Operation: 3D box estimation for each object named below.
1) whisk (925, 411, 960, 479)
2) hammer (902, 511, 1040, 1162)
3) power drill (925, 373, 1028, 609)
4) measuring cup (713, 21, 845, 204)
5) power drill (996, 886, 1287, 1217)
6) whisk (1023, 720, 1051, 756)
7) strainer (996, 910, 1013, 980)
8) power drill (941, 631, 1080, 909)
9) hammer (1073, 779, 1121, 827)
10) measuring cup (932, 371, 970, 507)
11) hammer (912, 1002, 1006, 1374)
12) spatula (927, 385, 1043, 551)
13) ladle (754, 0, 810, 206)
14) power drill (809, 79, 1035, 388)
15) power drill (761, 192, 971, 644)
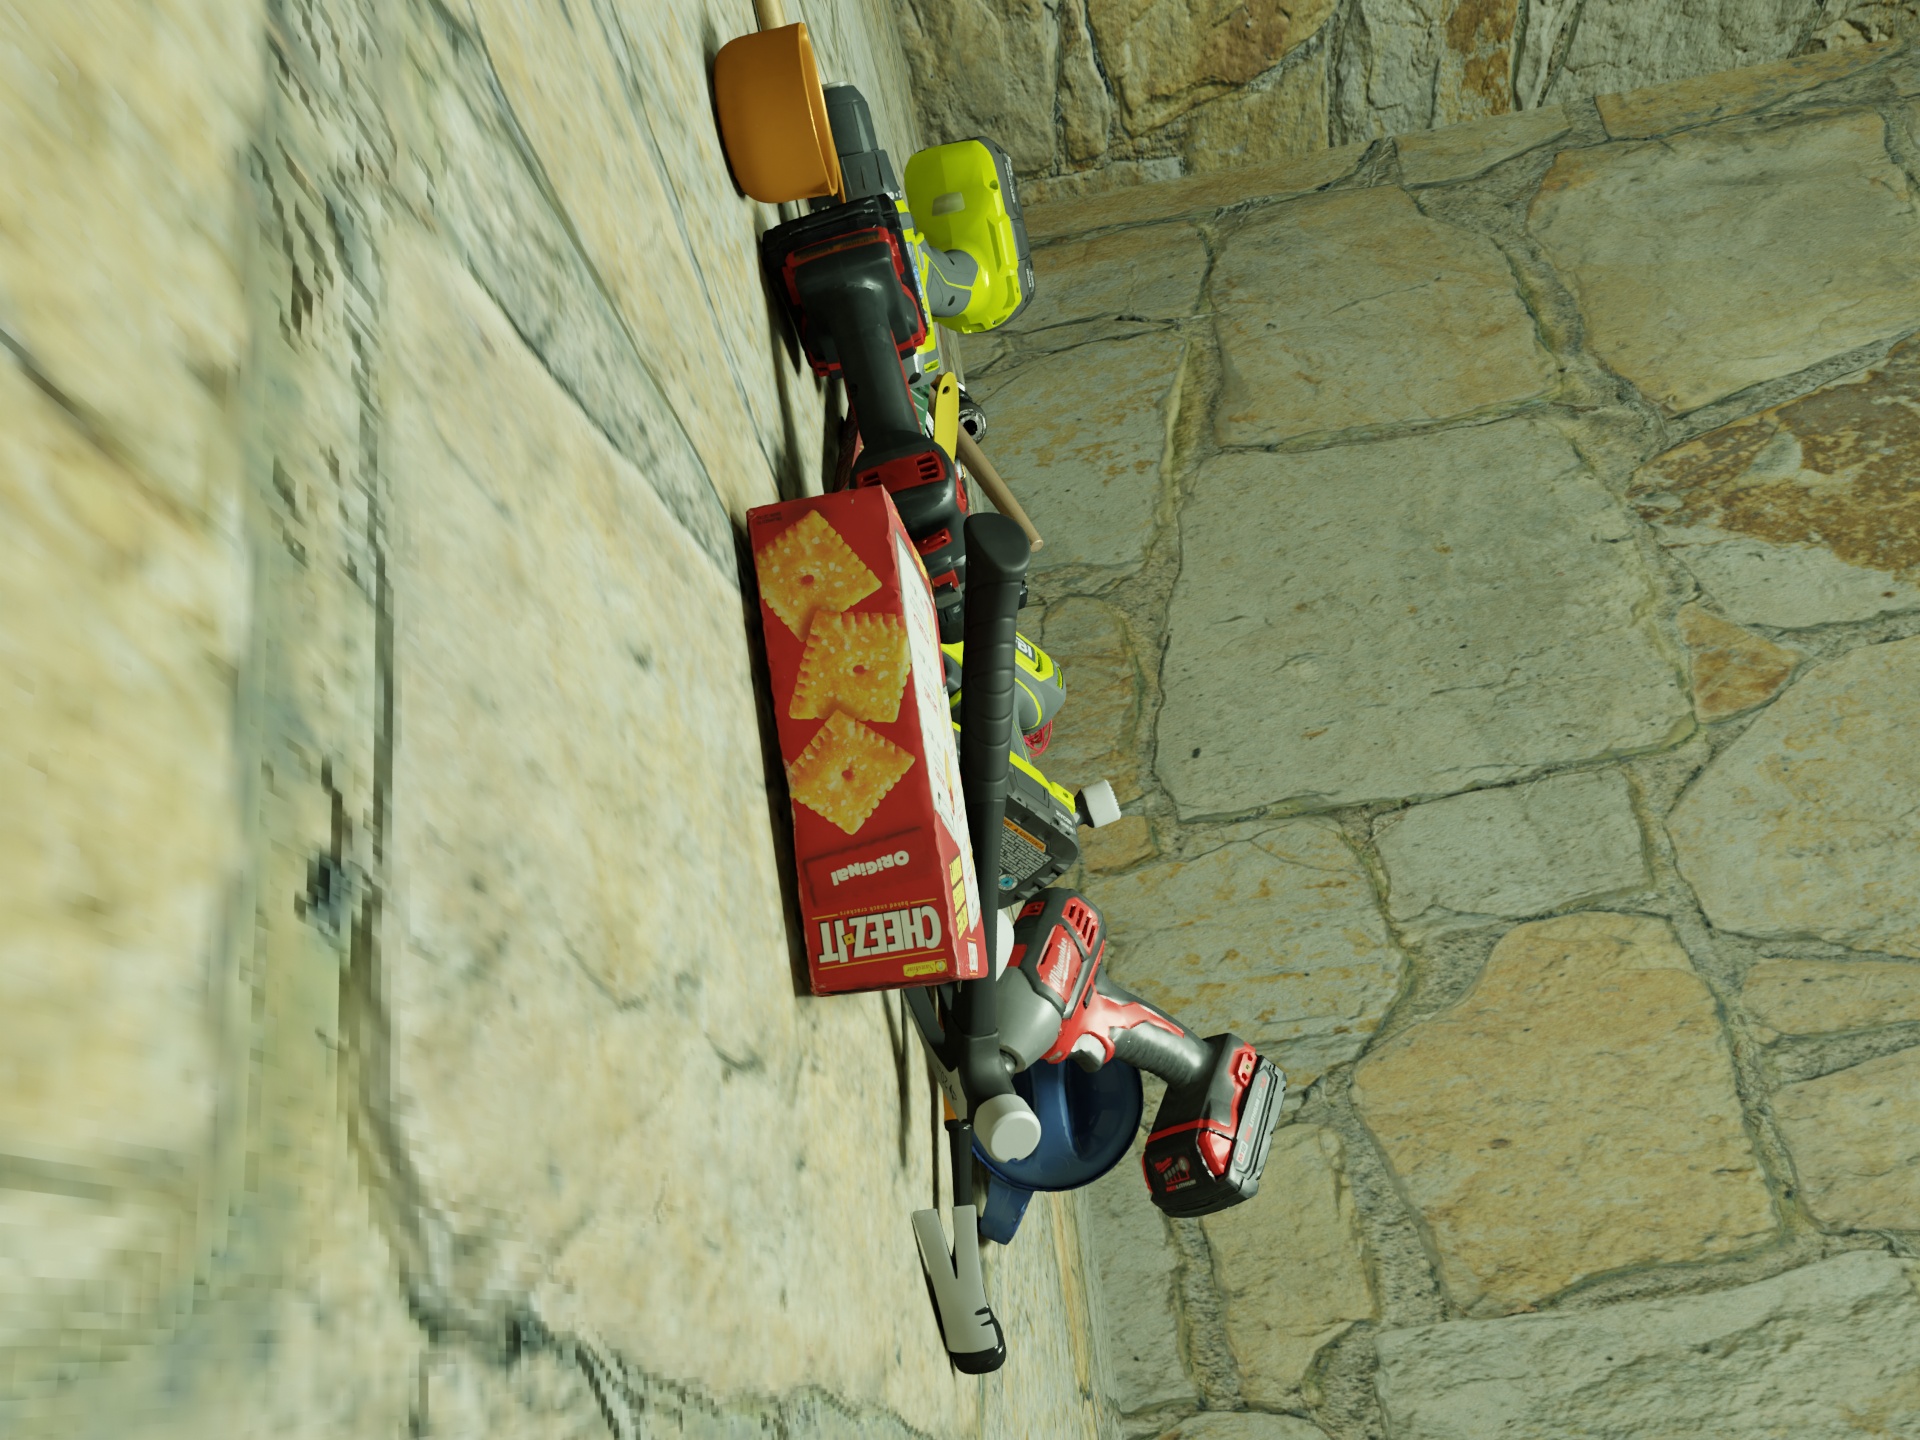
[{"bbox_3d":[-0.062,-0.287,1.242,0.070,0.070,0.284,-89,163,-68],"label":"whisk"},{"bbox_3d":[0.009,0.055,0.852,0.146,0.035,0.334,-136,-136,-62],"label":"hammer"},{"bbox_3d":[-0.002,-0.203,1.451,0.185,0.084,0.226,-135,-151,-65],"label":"power drill"},{"bbox_3d":[-0.097,-0.319,0.892,0.173,0.052,0.095,48,32,-85],"label":"measuring cup"},{"bbox_3d":[0.106,0.227,1.058,0.219,0.078,0.143,41,47,-13],"label":"power drill"},{"bbox_3d":[0.001,-0.102,1.342,0.295,0.073,0.073,63,7,-8],"label":"whisk"},{"bbox_3d":[-0.012,0.078,1.017,0.086,0.050,0.259,104,-31,-64],"label":"strainer"},{"bbox_3d":[-0.002,-0.003,1.009,0.171,0.080,0.223,36,28,-27],"label":"power drill"},{"bbox_3d":[-0.006,-0.082,1.251,0.036,0.149,0.408,-108,178,-77],"label":"hammer"},{"bbox_3d":[-0.021,-0.190,1.155,0.029,0.062,0.156,40,-37,31],"label":"measuring cup"},{"bbox_3d":[-0.002,0.234,1.013,0.337,0.034,0.127,-93,173,-59],"label":"hammer"},{"bbox_3d":[-0.016,-0.249,1.297,0.316,0.018,0.059,57,-8,29],"label":"spatula"},{"bbox_3d":[-0.109,-0.394,1.081,0.069,0.031,0.315,-92,169,-67],"label":"ladle"},{"bbox_3d":[-0.032,-0.335,1.084,0.228,0.080,0.190,-44,125,-59],"label":"power drill"},{"bbox_3d":[-0.038,-0.163,0.919,0.187,0.080,0.227,69,5,-68],"label":"power drill"}]
